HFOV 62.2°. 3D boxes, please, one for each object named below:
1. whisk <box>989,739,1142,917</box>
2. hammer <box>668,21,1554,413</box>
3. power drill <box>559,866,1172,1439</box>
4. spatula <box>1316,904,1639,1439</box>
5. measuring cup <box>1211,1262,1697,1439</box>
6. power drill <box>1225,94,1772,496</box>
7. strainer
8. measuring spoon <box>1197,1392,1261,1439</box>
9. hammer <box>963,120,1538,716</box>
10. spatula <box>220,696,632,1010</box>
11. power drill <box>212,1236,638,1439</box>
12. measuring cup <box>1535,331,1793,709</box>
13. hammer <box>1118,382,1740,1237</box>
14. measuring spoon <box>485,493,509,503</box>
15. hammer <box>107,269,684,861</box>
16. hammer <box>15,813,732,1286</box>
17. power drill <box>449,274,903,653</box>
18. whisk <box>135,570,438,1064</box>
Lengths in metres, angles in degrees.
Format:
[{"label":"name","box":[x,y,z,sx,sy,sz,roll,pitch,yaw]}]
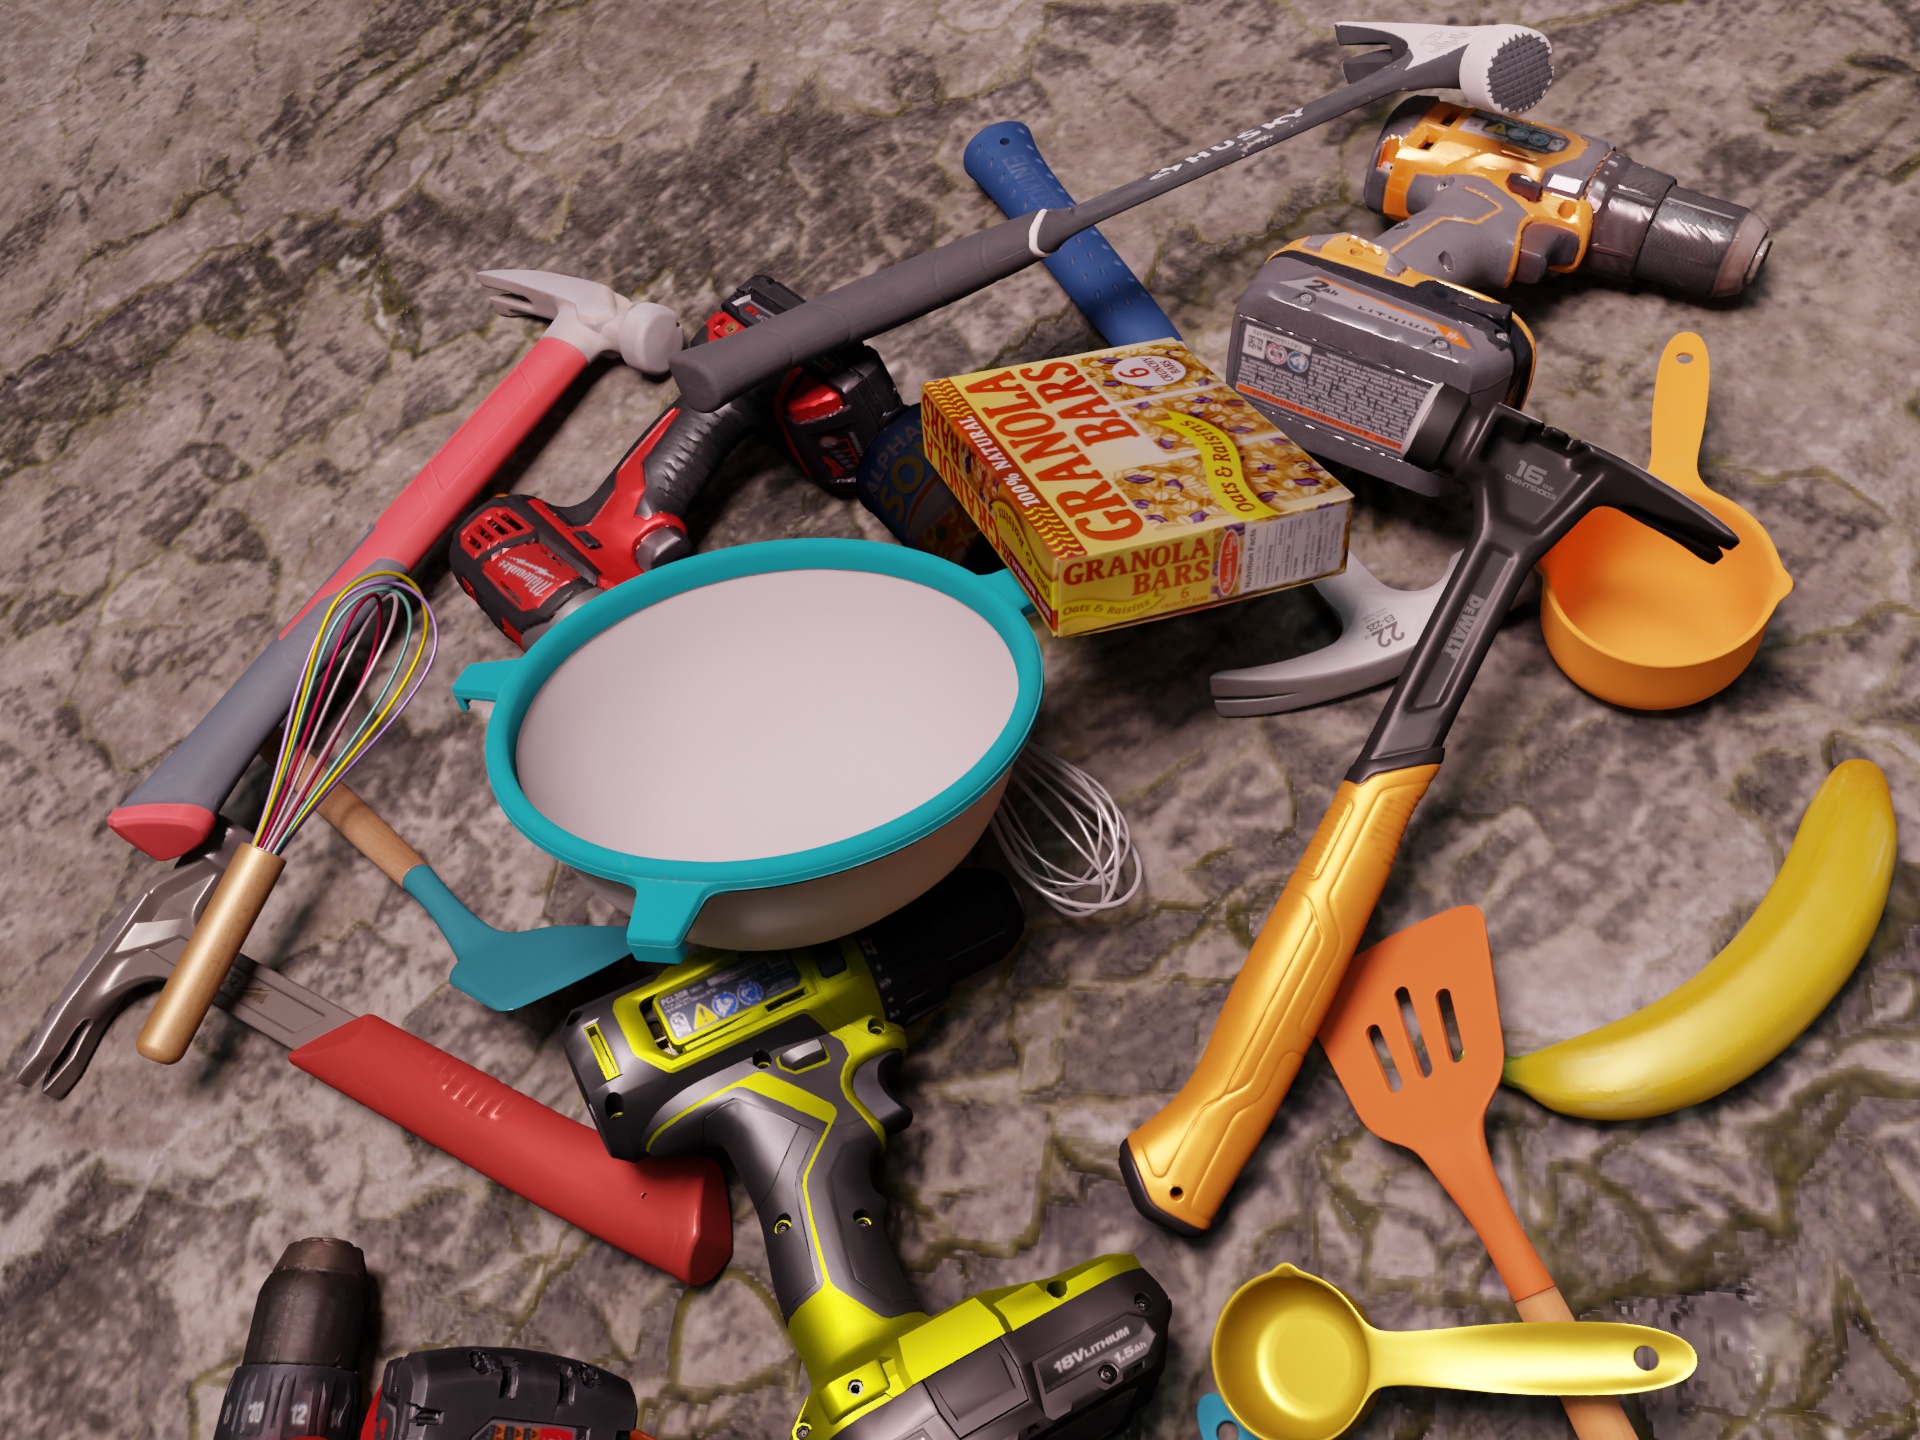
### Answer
[{"label":"whisk","box":[-0.001,-0.002,0.714,0.059,0.057,0.247,-13,46,-33]},{"label":"hammer","box":[0.055,-0.238,0.743,0.409,0.036,0.149,-24,31,-1]},{"label":"power drill","box":[-0.022,0.164,0.595,0.190,0.080,0.229,-22,55,-19]},{"label":"spatula","box":[0.209,0.216,0.535,0.081,0.041,0.323,-35,61,24]},{"label":"measuring cup","box":[0.163,0.215,0.534,0.156,0.029,0.062,-10,63,24]},{"label":"power drill","box":[0.243,-0.195,0.714,0.185,0.084,0.226,26,54,22]},{"label":"strainer","box":[-0.017,-0.004,0.652,0.340,0.095,0.211,-24,41,-24]},{"label":"measuring spoon","box":[0.120,0.285,0.535,0.042,0.021,0.129,-35,49,-3]},{"label":"hammer","box":[0.100,-0.170,0.784,0.144,0.035,0.406,-29,57,-2]},{"label":"spatula","box":[-0.272,0.053,0.759,0.318,0.044,0.082,31,38,31]},{"label":"power drill","box":[-0.208,0.268,0.555,0.226,0.080,0.188,-27,49,40]},{"label":"measuring cup","box":[0.296,-0.083,0.671,0.095,0.052,0.174,8,62,20]},{"label":"hammer","box":[0.161,0.043,0.601,0.127,0.034,0.337,28,86,11]},{"label":"measuring spoon","box":[-0.211,-0.101,0.848,0.117,0.011,0.021,20,69,25]},{"label":"hammer","box":[-0.309,-0.095,0.837,0.143,0.038,0.386,20,63,27]},{"label":"hammer","box":[-0.255,0.162,0.697,0.359,0.036,0.149,20,68,25]},{"label":"power drill","box":[-0.134,-0.107,0.789,0.219,0.078,0.143,-43,59,-10]},{"label":"whisk","box":[-0.314,0.039,0.733,0.051,0.047,0.245,19,74,12]}]
